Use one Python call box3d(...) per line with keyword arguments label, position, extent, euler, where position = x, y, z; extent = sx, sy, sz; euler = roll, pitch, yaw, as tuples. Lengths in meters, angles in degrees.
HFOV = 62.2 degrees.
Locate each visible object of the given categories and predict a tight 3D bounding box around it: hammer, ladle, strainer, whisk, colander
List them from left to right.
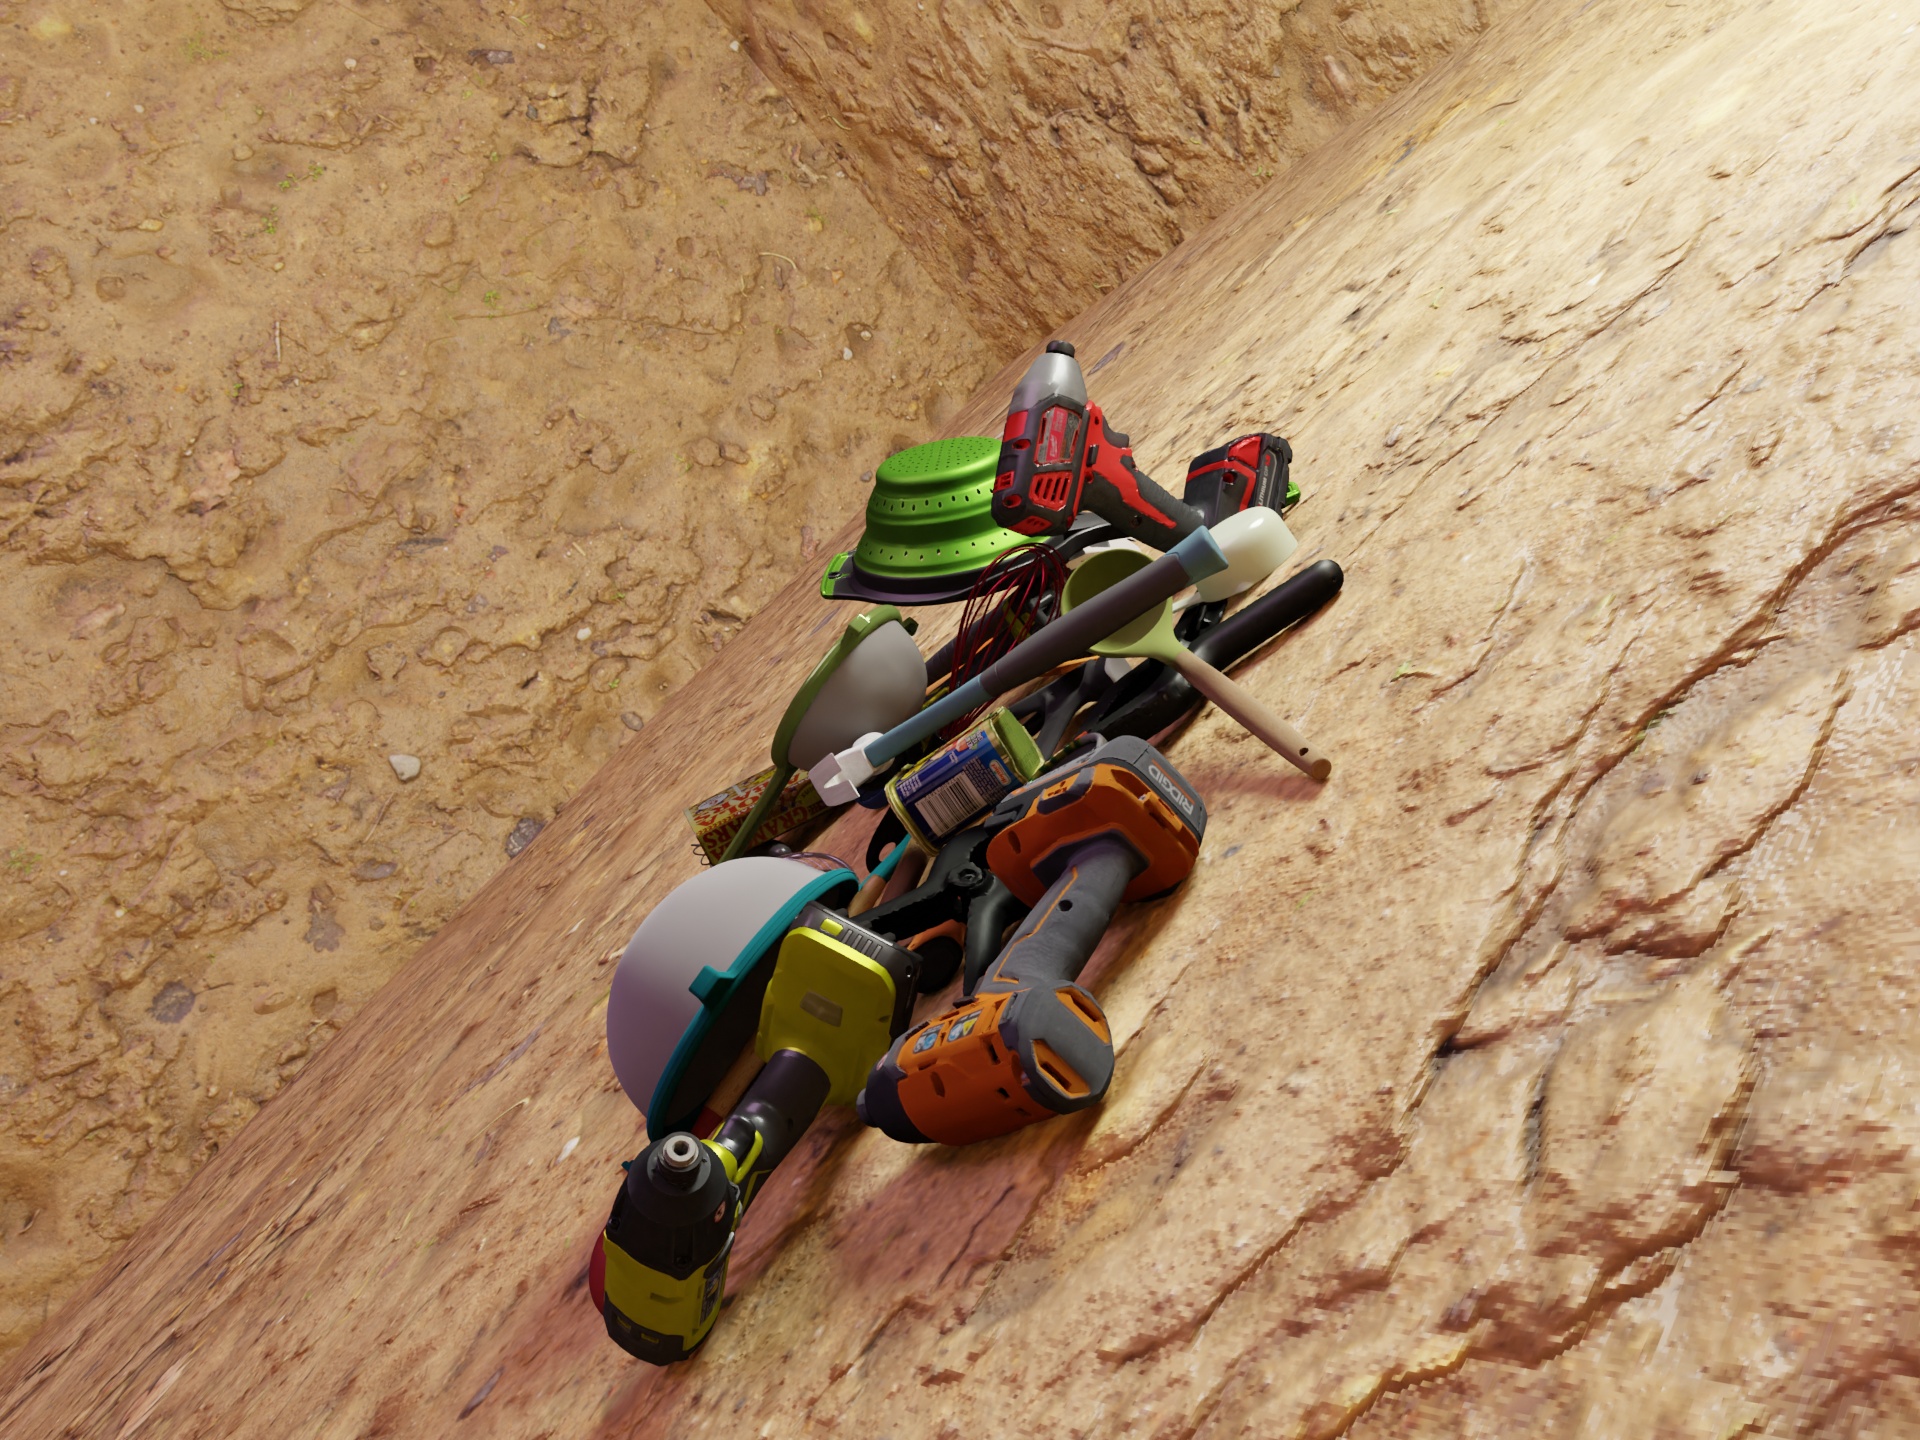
box3d(label="ladle", position=(-0.138, 0.225, 1.000), extent=(0.315, 0.031, 0.069), euler=(-55, 7, -21))
box3d(label="whisk", position=(-0.218, 0.127, 1.589), extent=(0.055, 0.055, 0.239), euler=(-46, 18, -20))
box3d(label="strainer", position=(-0.135, 0.136, 1.082), extent=(0.340, 0.095, 0.211), euler=(-43, -18, -53))
box3d(label="strainer", position=(-0.100, 0.035, 1.208), extent=(0.256, 0.069, 0.151), euler=(-57, -10, 9))
box3d(label="whisk", position=(-0.002, -0.004, 1.203), extent=(0.295, 0.073, 0.073), euler=(-62, 7, 17))
box3d(label="hammer", position=(0.026, 0.070, 1.113), extent=(0.127, 0.034, 0.337), euler=(-30, 18, 37))
box3d(label="hammer", position=(0.038, -0.095, 1.517), extent=(0.146, 0.035, 0.334), euler=(-12, -16, -38))
box3d(label="hammer", position=(0.031, -0.031, 1.030), extent=(0.331, 0.033, 0.128), euler=(-31, 2, 27))
box3d(label="colander", position=(0.072, -0.186, 1.294), extent=(0.397, 0.094, 0.205), euler=(-9, 24, 8))
box3d(label="ladle", position=(0.141, -0.036, 0.977), extent=(0.078, 0.062, 0.320), euler=(-43, 25, 2))

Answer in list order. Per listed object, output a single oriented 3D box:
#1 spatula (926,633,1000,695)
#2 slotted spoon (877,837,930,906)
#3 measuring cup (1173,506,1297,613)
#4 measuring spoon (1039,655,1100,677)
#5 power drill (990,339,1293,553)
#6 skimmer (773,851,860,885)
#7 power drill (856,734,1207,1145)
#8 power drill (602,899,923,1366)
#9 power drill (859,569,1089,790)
box3d(label="spatula", position=(-0.007, -0.027, 1.539), extent=(0.322, 0.041, 0.081), euler=(-33, 16, 47))
box3d(label="slotted spoon", position=(-0.050, 0.131, 1.079), extent=(0.070, 0.031, 0.314), euler=(-37, 18, 41))
box3d(label="measuring cup", position=(0.157, -0.101, 1.130), extent=(0.167, 0.038, 0.083), euler=(-26, 15, 25))
box3d(label="measuring spoon", position=(0.092, -0.048, 1.240), extent=(0.021, 0.011, 0.117), euler=(-31, -9, 36))
box3d(label="power drill", position=(0.131, -0.186, 1.177), extent=(0.078, 0.219, 0.143), euler=(-13, 65, 64))
box3d(label="skimmer", position=(-0.154, 0.160, 1.342), extent=(0.127, 0.090, 0.363), euler=(-42, 3, -9))
box3d(label="power drill", position=(0.032, 0.124, 0.837), extent=(0.164, 0.084, 0.227), euler=(-31, 21, 43))
box3d(label="power drill", position=(-0.106, 0.208, 0.841), extent=(0.223, 0.080, 0.171), euler=(-53, -16, -44))
box3d(label="power drill", position=(0.004, -0.026, 1.326), extent=(0.228, 0.080, 0.190), euler=(-39, 0, 15))
